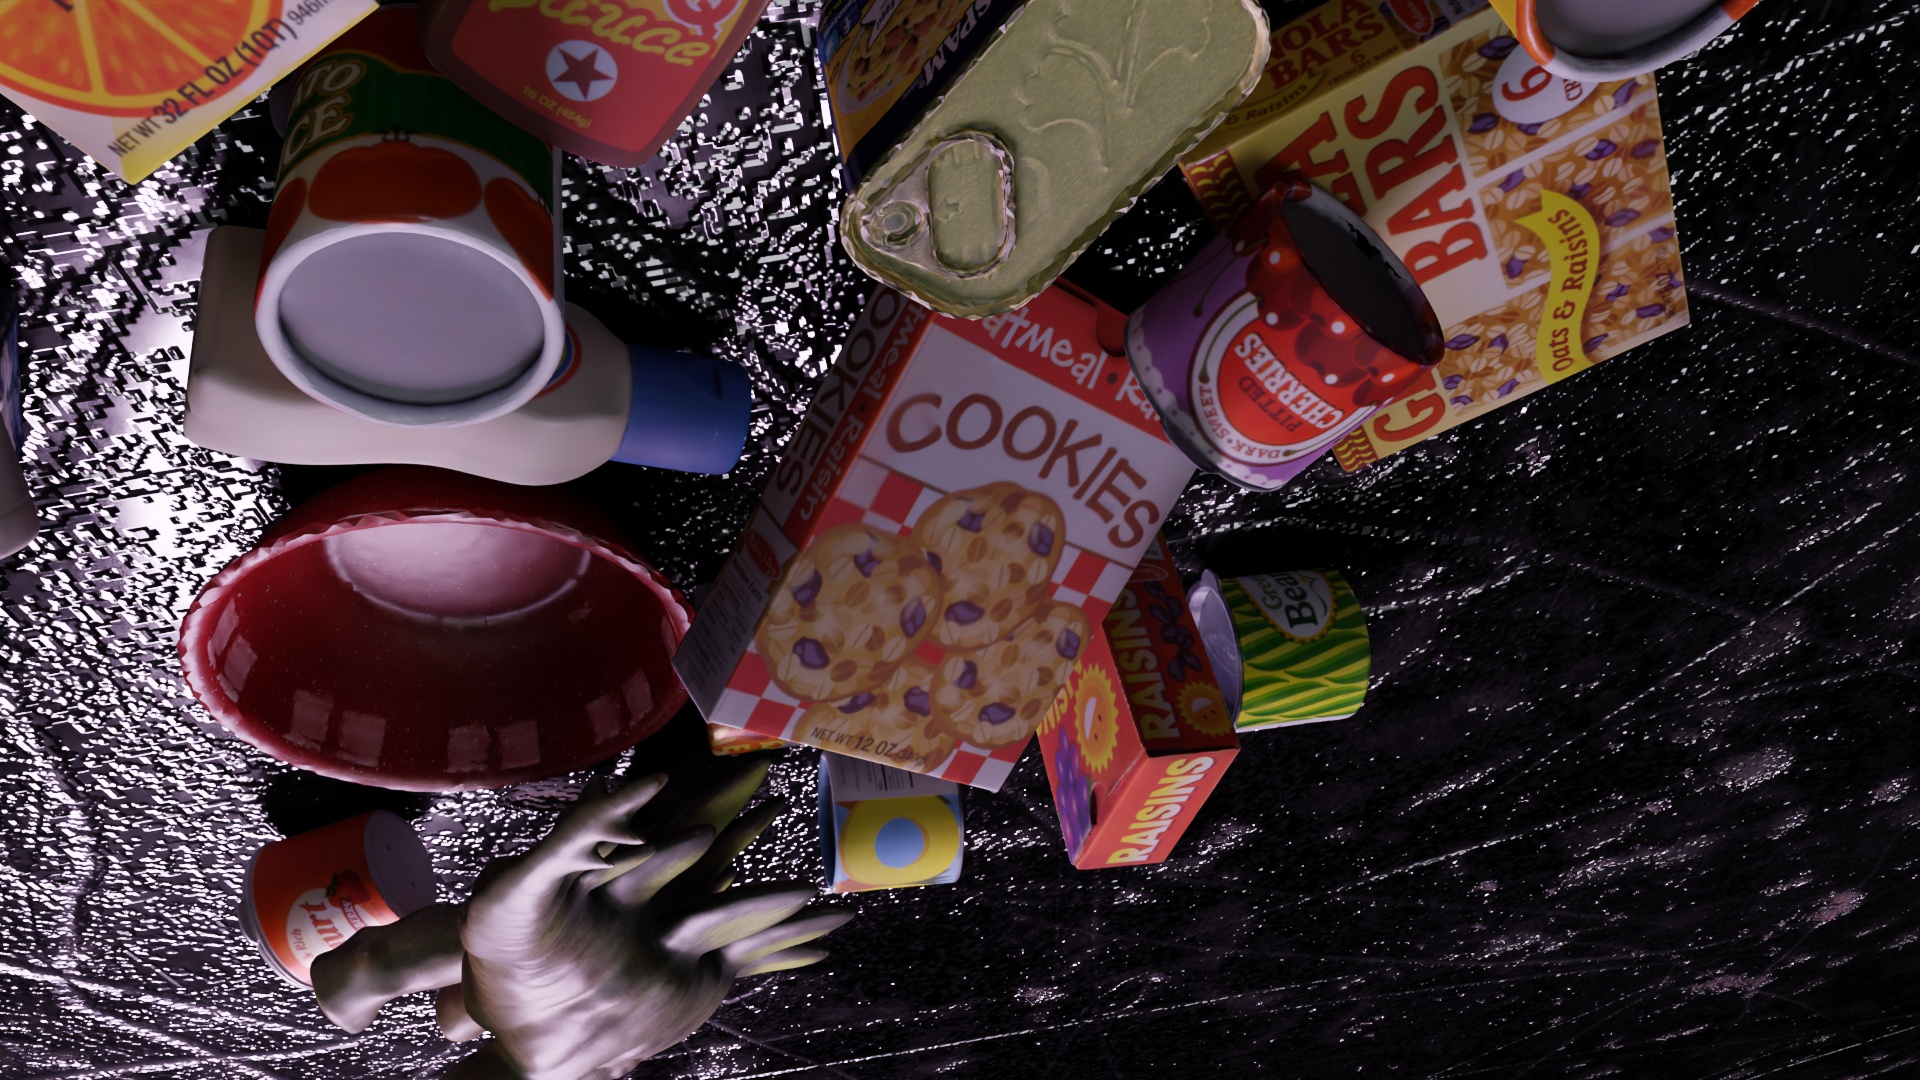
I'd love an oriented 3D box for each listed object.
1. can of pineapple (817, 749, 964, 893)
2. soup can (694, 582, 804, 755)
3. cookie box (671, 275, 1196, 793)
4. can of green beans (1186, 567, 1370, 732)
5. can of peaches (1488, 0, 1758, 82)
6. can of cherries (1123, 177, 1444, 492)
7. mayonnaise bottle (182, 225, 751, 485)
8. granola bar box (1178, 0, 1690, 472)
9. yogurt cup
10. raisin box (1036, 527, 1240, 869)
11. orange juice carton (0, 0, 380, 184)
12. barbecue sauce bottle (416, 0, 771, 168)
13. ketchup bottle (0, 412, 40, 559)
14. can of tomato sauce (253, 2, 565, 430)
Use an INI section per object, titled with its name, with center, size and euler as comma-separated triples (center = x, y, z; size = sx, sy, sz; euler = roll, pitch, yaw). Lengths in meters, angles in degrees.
[can of pineapple]
center = -0.033, 0.128, 0.640
size = 0.058, 0.071, 0.070
euler = -2, 141, -13
[soup can]
center = -0.056, 0.047, 0.530
size = 0.084, 0.072, 0.071
euler = -6, 142, -9
[cookie box]
center = 0.002, -0.006, 0.450
size = 0.123, 0.040, 0.167
euler = 22, 104, -37
[can of green beans]
center = 0.132, 0.046, 0.589
size = 0.058, 0.071, 0.071
euler = -6, 142, -11
[can of peaches]
center = 0.140, -0.145, 0.300
size = 0.071, 0.058, 0.071
euler = -9, 144, -7
[can of cherries]
center = 0.088, -0.055, 0.379
size = 0.071, 0.072, 0.058
euler = 19, 135, -35
[mayonnaise bottle]
center = -0.135, -0.046, 0.397
size = 0.148, 0.065, 0.041
euler = 7, 140, -30
[granola bar box]
center = 0.149, -0.101, 0.430
size = 0.124, 0.039, 0.165
euler = -25, 141, 17
[yogurt cup]
center = -0.266, 0.152, 0.604
size = 0.054, 0.073, 0.072
euler = -25, 142, 2
[raisin box]
center = 0.055, 0.048, 0.520
size = 0.040, 0.124, 0.085
euler = -1, 141, -17
[orange juice carton]
center = -0.192, -0.158, 0.225
size = 0.071, 0.073, 0.192
euler = -27, 140, 17
[barbecue sauce bottle]
center = -0.056, -0.151, 0.301
size = 0.065, 0.044, 0.148
euler = 24, 128, -37
[ketchup bottle]
center = -0.244, -0.065, 0.301
size = 0.065, 0.043, 0.148
euler = -12, 115, -16
[can of tomato sauce]
center = -0.132, -0.078, 0.336
size = 0.071, 0.083, 0.070
euler = -9, 142, -7
